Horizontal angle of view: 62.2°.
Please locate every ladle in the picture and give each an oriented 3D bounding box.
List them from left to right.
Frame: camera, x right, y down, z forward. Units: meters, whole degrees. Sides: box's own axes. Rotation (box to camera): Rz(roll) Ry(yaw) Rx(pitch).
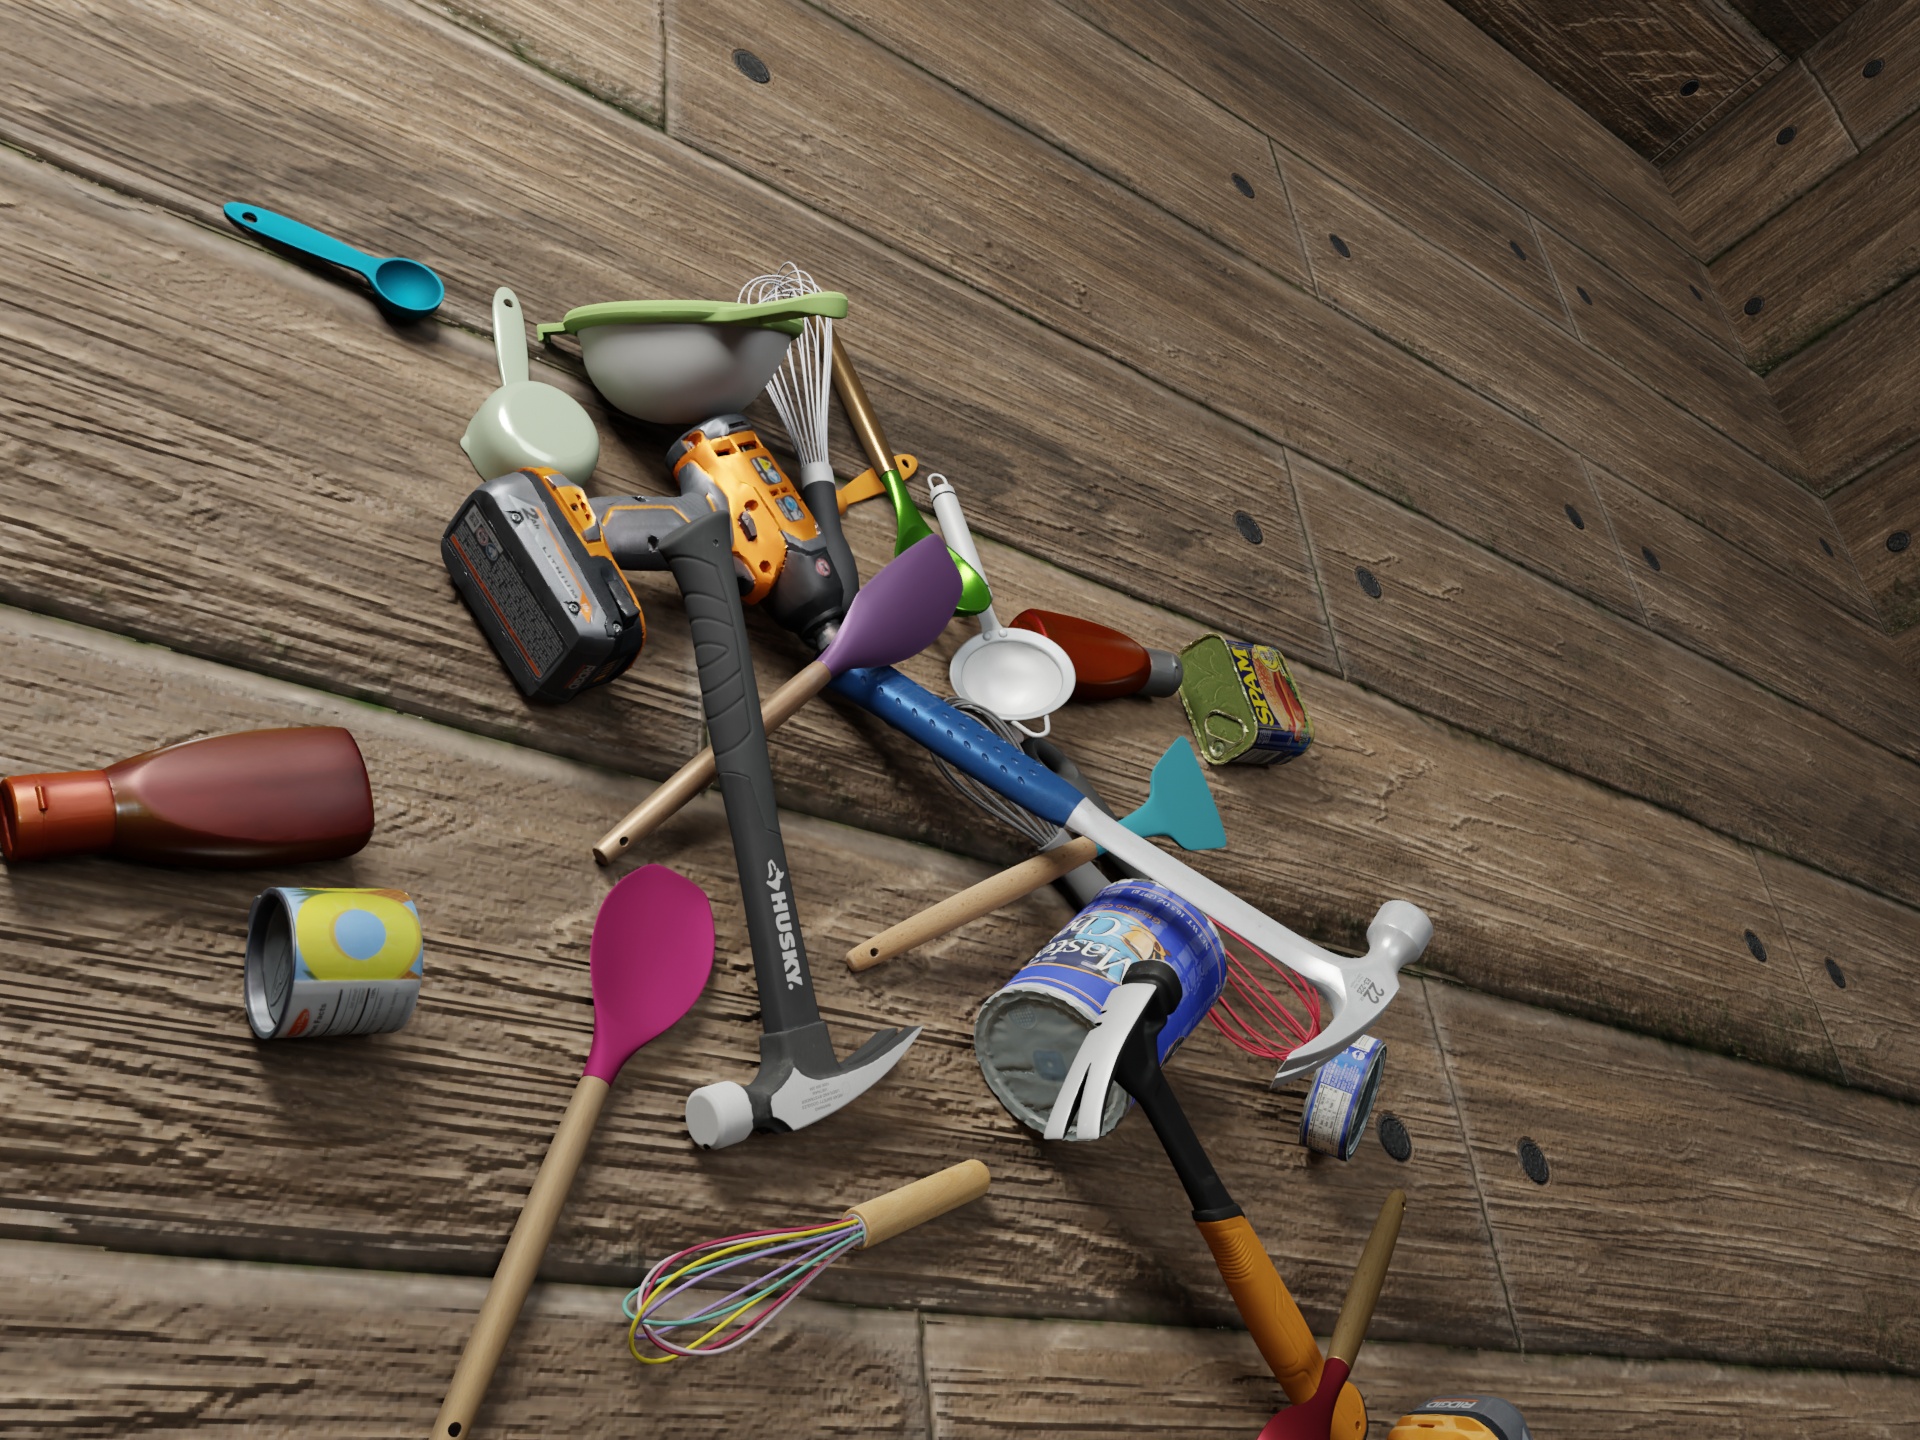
[{"bbox_3d":[0.224,0.362,0.924,0.315,0.031,0.069,-34,104,-59],"label":"ladle"}]

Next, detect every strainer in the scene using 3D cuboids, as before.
[{"bbox_3d":[-0.144,-0.218,0.973,0.151,0.256,0.069,-5,100,-36],"label":"strainer"},{"bbox_3d":[0.017,-0.081,1.134,0.087,0.050,0.259,-10,58,-13],"label":"strainer"}]

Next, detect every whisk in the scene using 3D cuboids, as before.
[{"bbox_3d":[-0.105,-0.194,1.103,0.070,0.070,0.285,6,63,-39],"label":"whisk"},{"bbox_3d":[-0.070,0.268,0.807,0.245,0.051,0.047,-6,86,-49],"label":"whisk"},{"bbox_3d":[0.060,0.081,1.053,0.239,0.055,0.055,50,40,-8],"label":"whisk"},{"bbox_3d":[0.143,0.123,1.092,0.296,0.073,0.073,47,40,6],"label":"whisk"}]

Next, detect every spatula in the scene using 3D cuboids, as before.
[{"bbox_3d":[-0.098,-0.014,0.943,0.316,0.018,0.059,-42,115,-35],"label":"spatula"},{"bbox_3d":[0.058,0.093,1.012,0.317,0.044,0.082,-22,90,-31],"label":"spatula"}]

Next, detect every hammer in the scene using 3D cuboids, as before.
[{"bbox_3d":[-0.109,0.049,0.862,0.146,0.035,0.335,-6,82,-47],"label":"hammer"},{"bbox_3d":[0.075,0.065,0.959,0.406,0.035,0.144,32,53,17],"label":"hammer"},{"bbox_3d":[0.153,0.302,0.898,0.336,0.034,0.127,61,40,-20],"label":"hammer"}]

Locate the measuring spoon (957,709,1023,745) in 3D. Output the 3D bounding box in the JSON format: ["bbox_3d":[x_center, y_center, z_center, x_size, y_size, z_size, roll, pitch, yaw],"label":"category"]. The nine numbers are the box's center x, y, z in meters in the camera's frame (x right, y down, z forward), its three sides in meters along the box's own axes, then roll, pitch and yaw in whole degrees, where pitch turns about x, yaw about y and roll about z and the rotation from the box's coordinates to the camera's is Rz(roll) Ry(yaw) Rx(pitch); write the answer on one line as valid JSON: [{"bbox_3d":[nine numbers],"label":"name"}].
[{"bbox_3d":[-0.002,-0.003,1.079,0.124,0.018,0.034,15,52,-36],"label":"measuring spoon"}]

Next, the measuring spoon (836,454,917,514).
[{"bbox_3d":[-0.062,-0.175,1.155,0.021,0.011,0.117,51,41,0],"label":"measuring spoon"}]

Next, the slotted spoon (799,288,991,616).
[{"bbox_3d":[-0.058,-0.196,1.150,0.070,0.031,0.314,-2,57,-41],"label":"slotted spoon"}]

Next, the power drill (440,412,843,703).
[{"bbox_3d":[-0.168,-0.088,0.938,0.226,0.084,0.164,-27,81,-48],"label":"power drill"}]

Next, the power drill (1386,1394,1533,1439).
[{"bbox_3d":[0.251,0.504,0.880,0.226,0.084,0.185,-16,80,-38],"label":"power drill"}]

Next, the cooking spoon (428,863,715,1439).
[{"bbox_3d":[-0.185,0.197,0.765,0.068,0.017,0.319,34,43,-18],"label":"cooking spoon"}]

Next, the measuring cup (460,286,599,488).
[{"bbox_3d":[-0.264,-0.209,0.975,0.083,0.038,0.168,7,59,-39],"label":"measuring cup"}]

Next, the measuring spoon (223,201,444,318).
[{"bbox_3d":[-0.373,-0.272,0.946,0.128,0.021,0.042,21,49,-18],"label":"measuring spoon"}]
